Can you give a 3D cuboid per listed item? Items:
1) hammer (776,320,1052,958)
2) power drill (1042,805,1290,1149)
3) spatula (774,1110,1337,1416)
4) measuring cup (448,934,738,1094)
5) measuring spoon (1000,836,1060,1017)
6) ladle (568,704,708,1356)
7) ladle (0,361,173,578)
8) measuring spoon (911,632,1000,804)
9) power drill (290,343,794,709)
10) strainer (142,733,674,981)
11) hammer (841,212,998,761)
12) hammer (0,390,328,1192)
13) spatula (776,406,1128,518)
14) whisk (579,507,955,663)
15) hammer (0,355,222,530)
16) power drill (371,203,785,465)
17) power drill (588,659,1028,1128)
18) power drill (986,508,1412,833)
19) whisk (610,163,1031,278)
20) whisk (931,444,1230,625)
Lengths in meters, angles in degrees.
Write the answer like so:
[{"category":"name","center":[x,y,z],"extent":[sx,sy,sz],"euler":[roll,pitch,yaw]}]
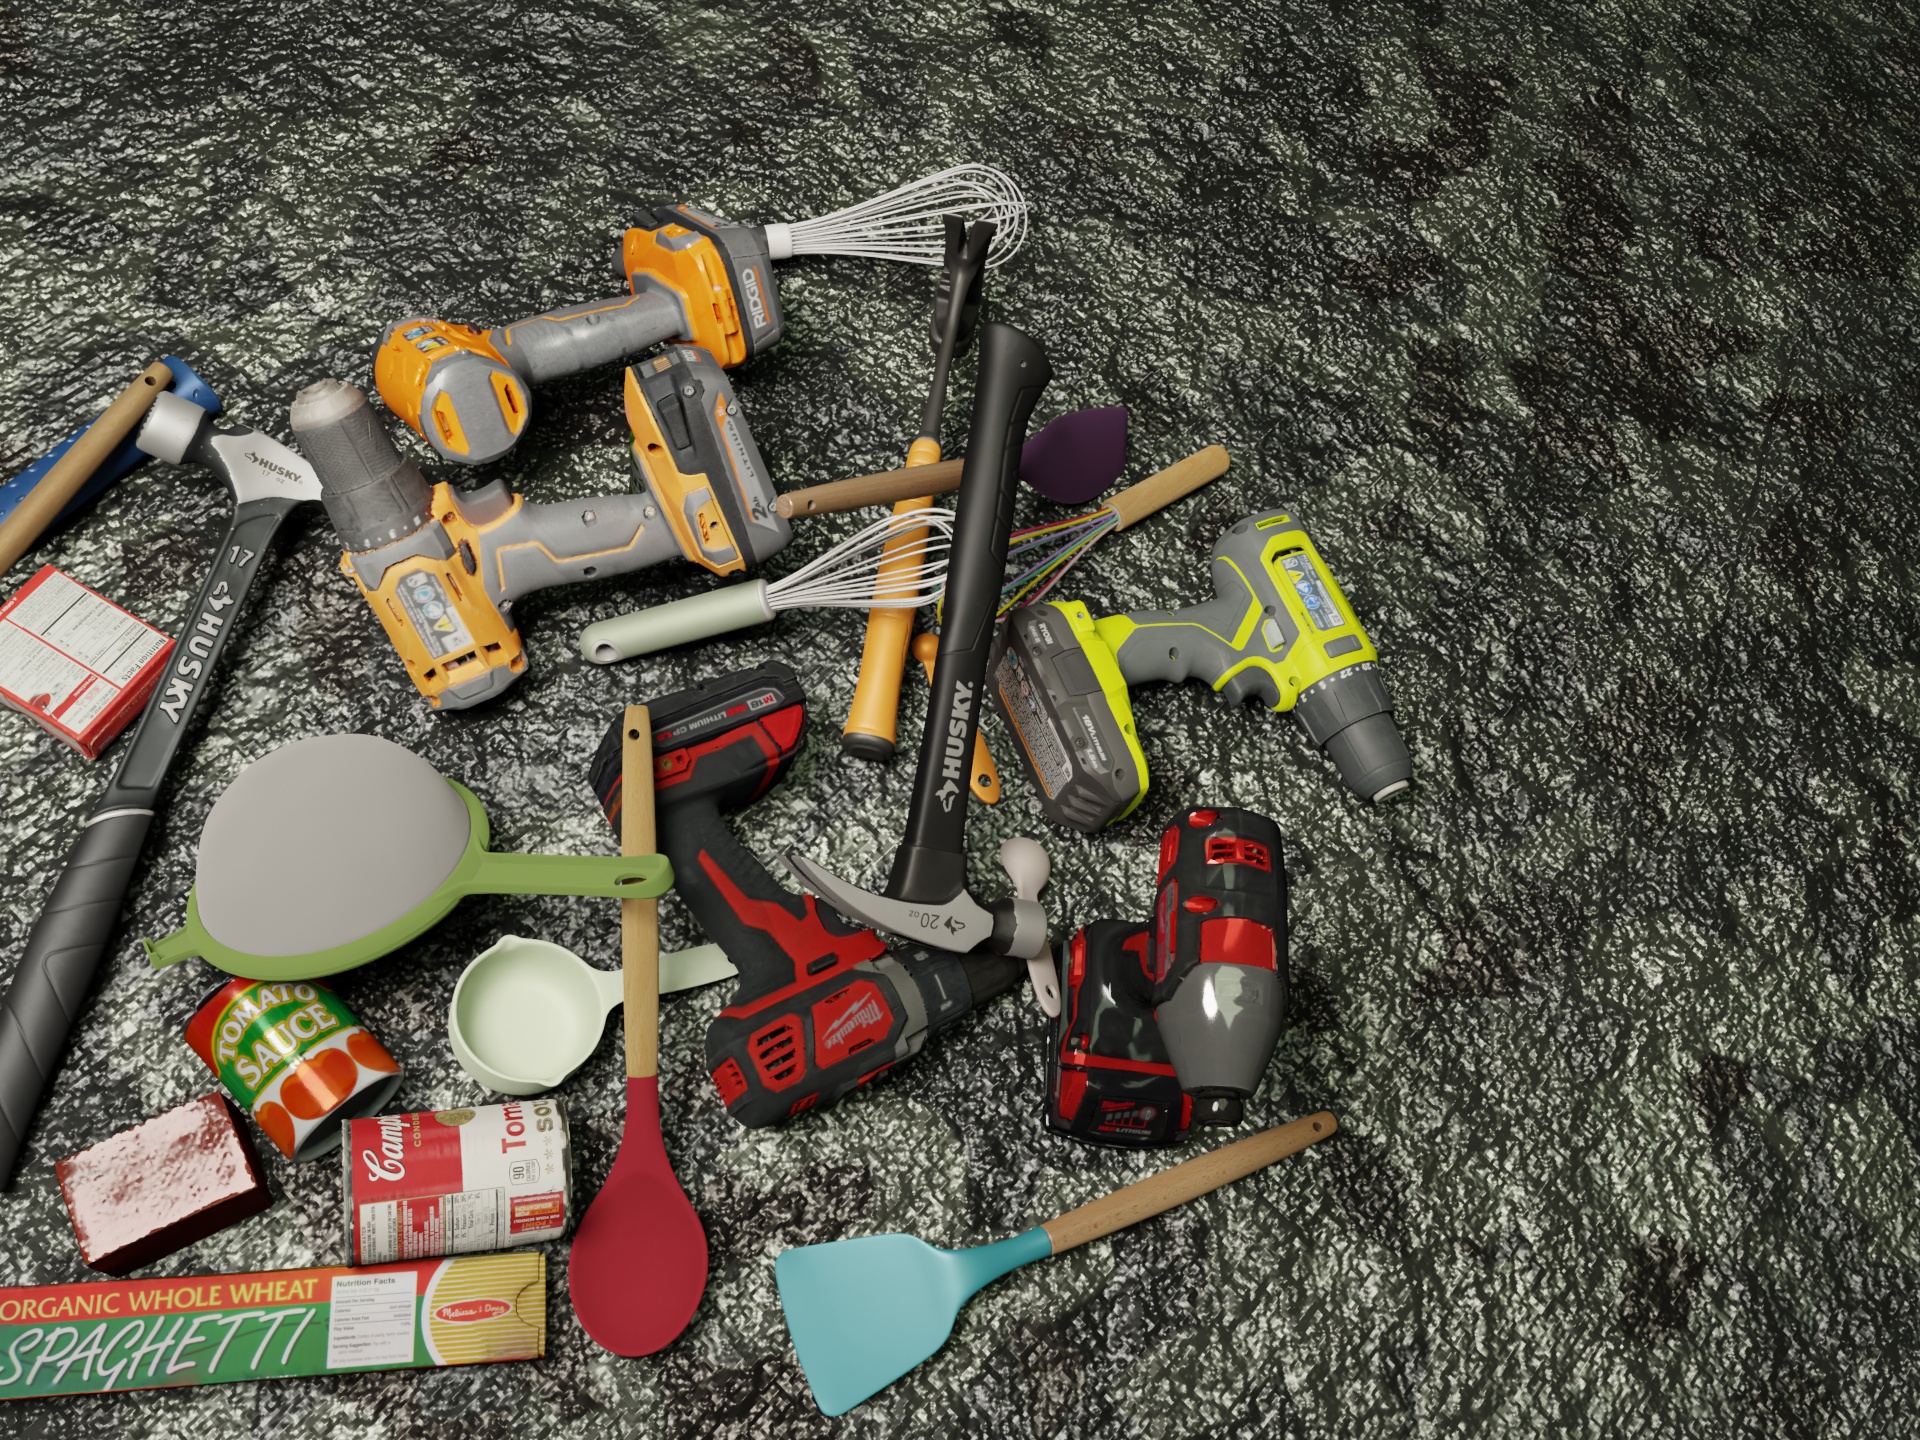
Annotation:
[{"category":"hammer","center":[-0.002,-0.049,0.838],"extent":[0.146,0.035,0.335],"euler":[13,80,-27]},{"category":"power drill","center":[0.103,0.144,0.789],"extent":[0.078,0.219,0.143],"euler":[8,65,-8]},{"category":"spatula","center":[0.063,0.265,0.838],"extent":[0.317,0.044,0.082],"euler":[-15,69,-22]},{"category":"measuring cup","center":[-0.187,0.147,0.840],"extent":[0.167,0.038,0.083],"euler":[-10,65,-34]},{"category":"measuring spoon","center":[0.045,0.110,0.877],"extent":[0.034,0.018,0.124],"euler":[32,31,-32]},{"category":"ladle","center":[-0.160,0.150,0.789],"extent":[0.069,0.031,0.315],"euler":[-1,87,1]},{"category":"ladle","center":[-0.510,-0.076,0.824],"extent":[0.078,0.062,0.320],"euler":[37,61,-20]},{"category":"measuring spoon","center":[-0.002,-0.003,0.951],"extent":[0.021,0.011,0.117],"euler":[-17,70,-18]},{"category":"power drill","center":[-0.225,-0.126,0.855],"extent":[0.226,0.185,0.084],"euler":[-25,30,-5]},{"category":"strainer","center":[-0.265,0.054,0.772],"extent":[0.256,0.069,0.152],"euler":[1,37,15]},{"category":"hammer","center":[-0.025,-0.138,0.960],"extent":[0.034,0.127,0.337],"euler":[11,70,-2]},{"category":"hammer","center":[-0.421,0.034,0.822],"extent":[0.149,0.036,0.409],"euler":[26,66,-28]},{"category":"spatula","center":[0.010,-0.144,0.933],"extent":[0.018,0.059,0.316],"euler":[16,23,37]},{"category":"whisk","center":[-0.103,-0.072,0.902],"extent":[0.246,0.057,0.059],"euler":[-14,42,10]},{"category":"hammer","center":[-0.576,-0.065,0.852],"extent":[0.144,0.035,0.405],"euler":[38,64,7]},{"category":"power drill","center":[-0.239,-0.236,0.956],"extent":[0.226,0.084,0.164],"euler":[-29,38,-22]},{"category":"power drill","center":[-0.081,0.085,0.859],"extent":[0.188,0.080,0.227],"euler":[-21,74,-30]},{"category":"power drill","center":[0.149,-0.016,0.953],"extent":[0.228,0.080,0.191],"euler":[-17,70,-21]},{"category":"whisk","center":[-0.089,-0.323,1.058],"extent":[0.284,0.070,0.070],"euler":[-11,69,-11]},{"category":"whisk","center":[0.079,-0.118,1.009],"extent":[0.245,0.051,0.047],"euler":[-30,110,-26]}]
